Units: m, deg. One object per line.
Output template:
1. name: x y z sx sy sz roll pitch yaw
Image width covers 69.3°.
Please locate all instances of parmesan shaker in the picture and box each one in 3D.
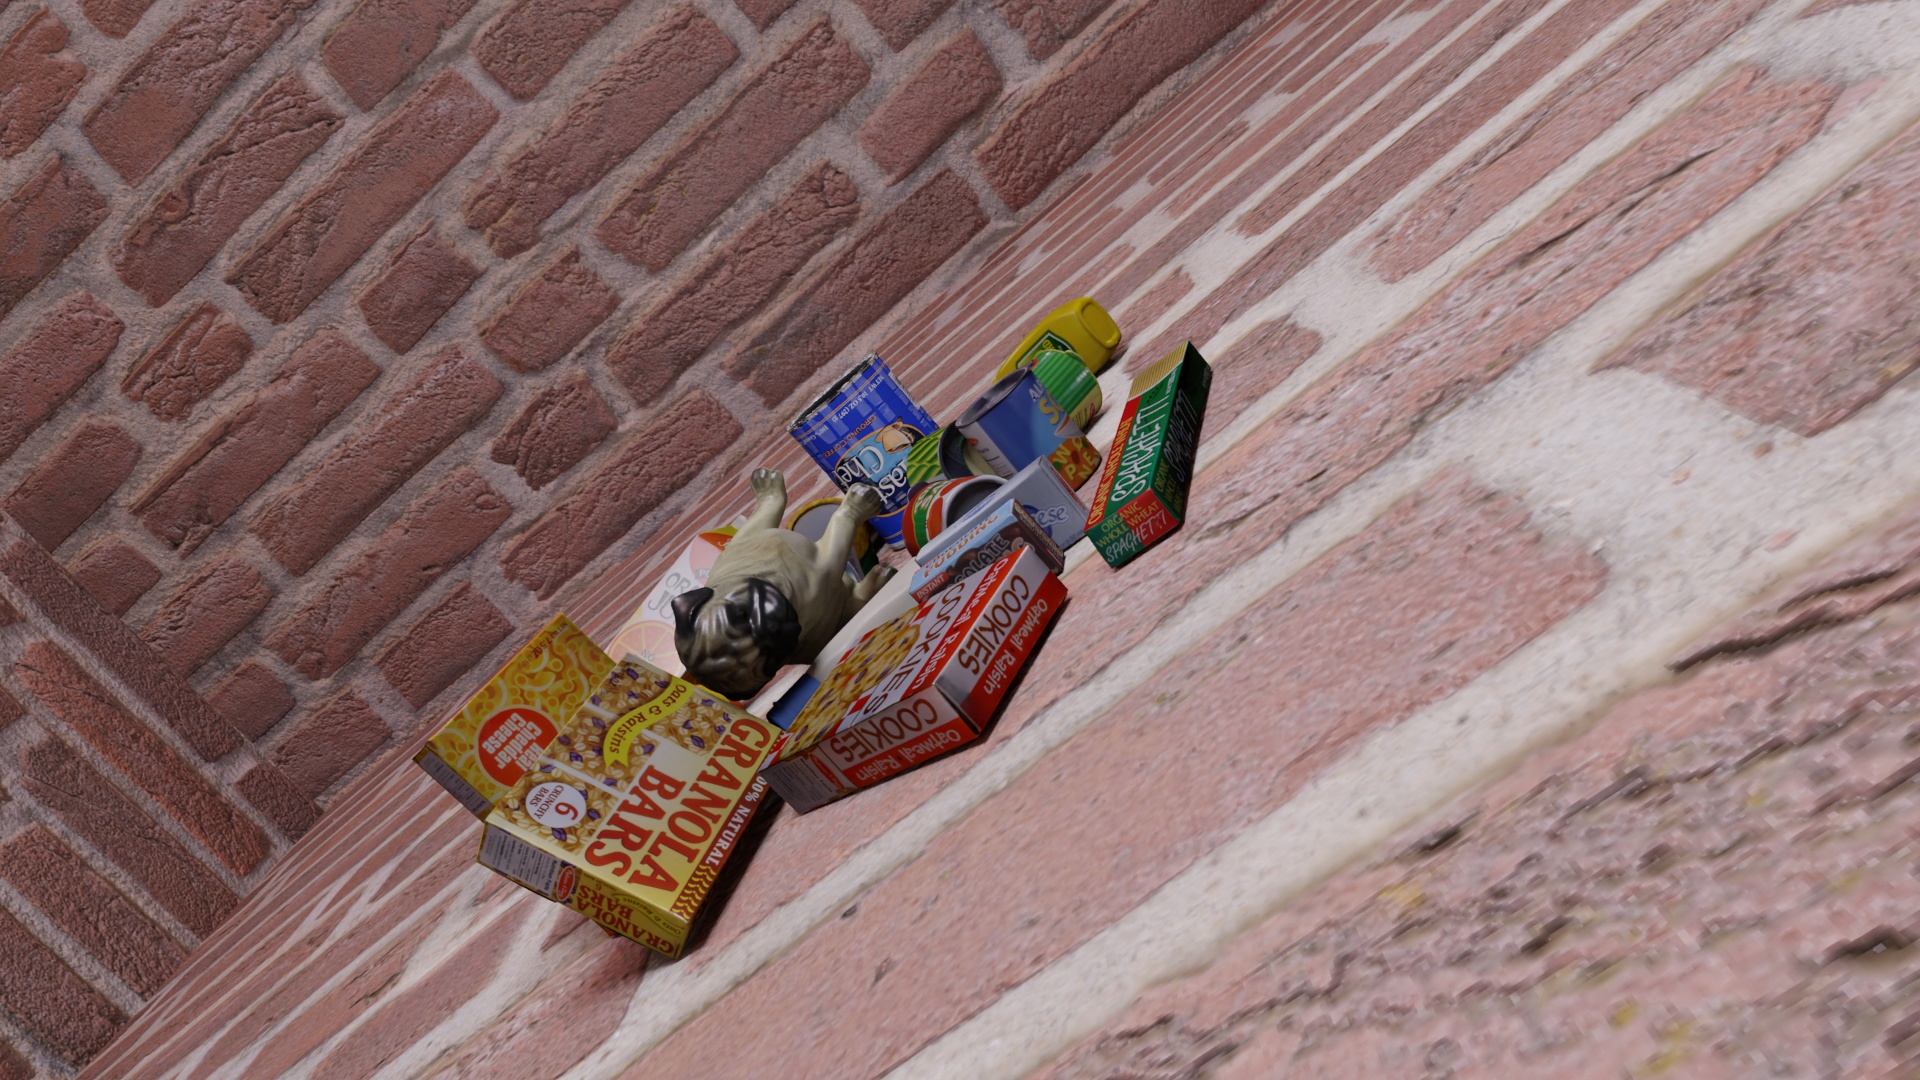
1. parmesan shaker: 0.054 -0.090 1.055 0.103 0.071 0.071 -48 14 -31

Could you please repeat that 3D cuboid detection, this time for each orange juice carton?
1. orange juice carton: -0.218 0.067 1.170 0.193 0.072 0.072 -54 -21 -17

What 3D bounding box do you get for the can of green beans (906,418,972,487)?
1. can of green beans: -0.003 -0.062 1.132 0.071 0.071 0.057 -48 14 -29

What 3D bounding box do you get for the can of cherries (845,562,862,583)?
1. can of cherries: -0.118 0.048 1.111 0.058 0.071 0.072 -33 15 36

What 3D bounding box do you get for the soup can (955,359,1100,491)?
1. soup can: 0.050 -0.072 0.970 0.071 0.083 0.071 -39 13 11

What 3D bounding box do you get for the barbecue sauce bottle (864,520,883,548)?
1. barbecue sauce bottle: -0.095 -0.007 1.269 0.064 0.043 0.149 -24 20 47

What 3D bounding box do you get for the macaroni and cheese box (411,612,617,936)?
1. macaroni and cheese box: -0.237 0.147 0.882 0.040 0.166 0.124 -36 12 50

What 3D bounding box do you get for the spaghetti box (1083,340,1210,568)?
1. spaghetti box: 0.120 -0.061 0.855 0.050 0.028 0.251 -36 13 27

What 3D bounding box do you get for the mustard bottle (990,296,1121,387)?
1. mustard bottle: 0.072 -0.152 1.236 0.159 0.065 0.049 -37 6 43

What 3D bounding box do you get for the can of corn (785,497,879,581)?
1. can of corn: -0.108 0.004 1.165 0.071 0.058 0.071 -9 43 8

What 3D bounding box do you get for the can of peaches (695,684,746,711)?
1. can of peaches: -0.184 0.144 0.977 0.071 0.071 0.058 -34 14 29

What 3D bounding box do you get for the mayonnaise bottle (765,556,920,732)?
1. mayonnaise bottle: -0.064 0.074 0.915 0.148 0.041 0.064 -46 6 -18

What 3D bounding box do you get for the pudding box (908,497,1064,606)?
1. pudding box: 0.016 0.019 0.844 0.083 0.049 0.030 -37 14 17

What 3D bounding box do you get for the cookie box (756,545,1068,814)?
1. cookie box: -0.027 0.080 0.785 0.167 0.040 0.123 -30 16 43

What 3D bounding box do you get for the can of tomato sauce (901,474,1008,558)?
1. can of tomato sauce: 0.003 -0.012 0.936 0.071 0.071 0.083 -44 13 -15

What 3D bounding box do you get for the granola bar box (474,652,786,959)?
1. granola bar box: -0.182 0.149 0.811 0.038 0.124 0.166 -65 -2 32

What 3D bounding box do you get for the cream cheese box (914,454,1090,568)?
1. cream cheese box: 0.028 -0.001 0.867 0.103 0.053 0.024 -37 11 17
